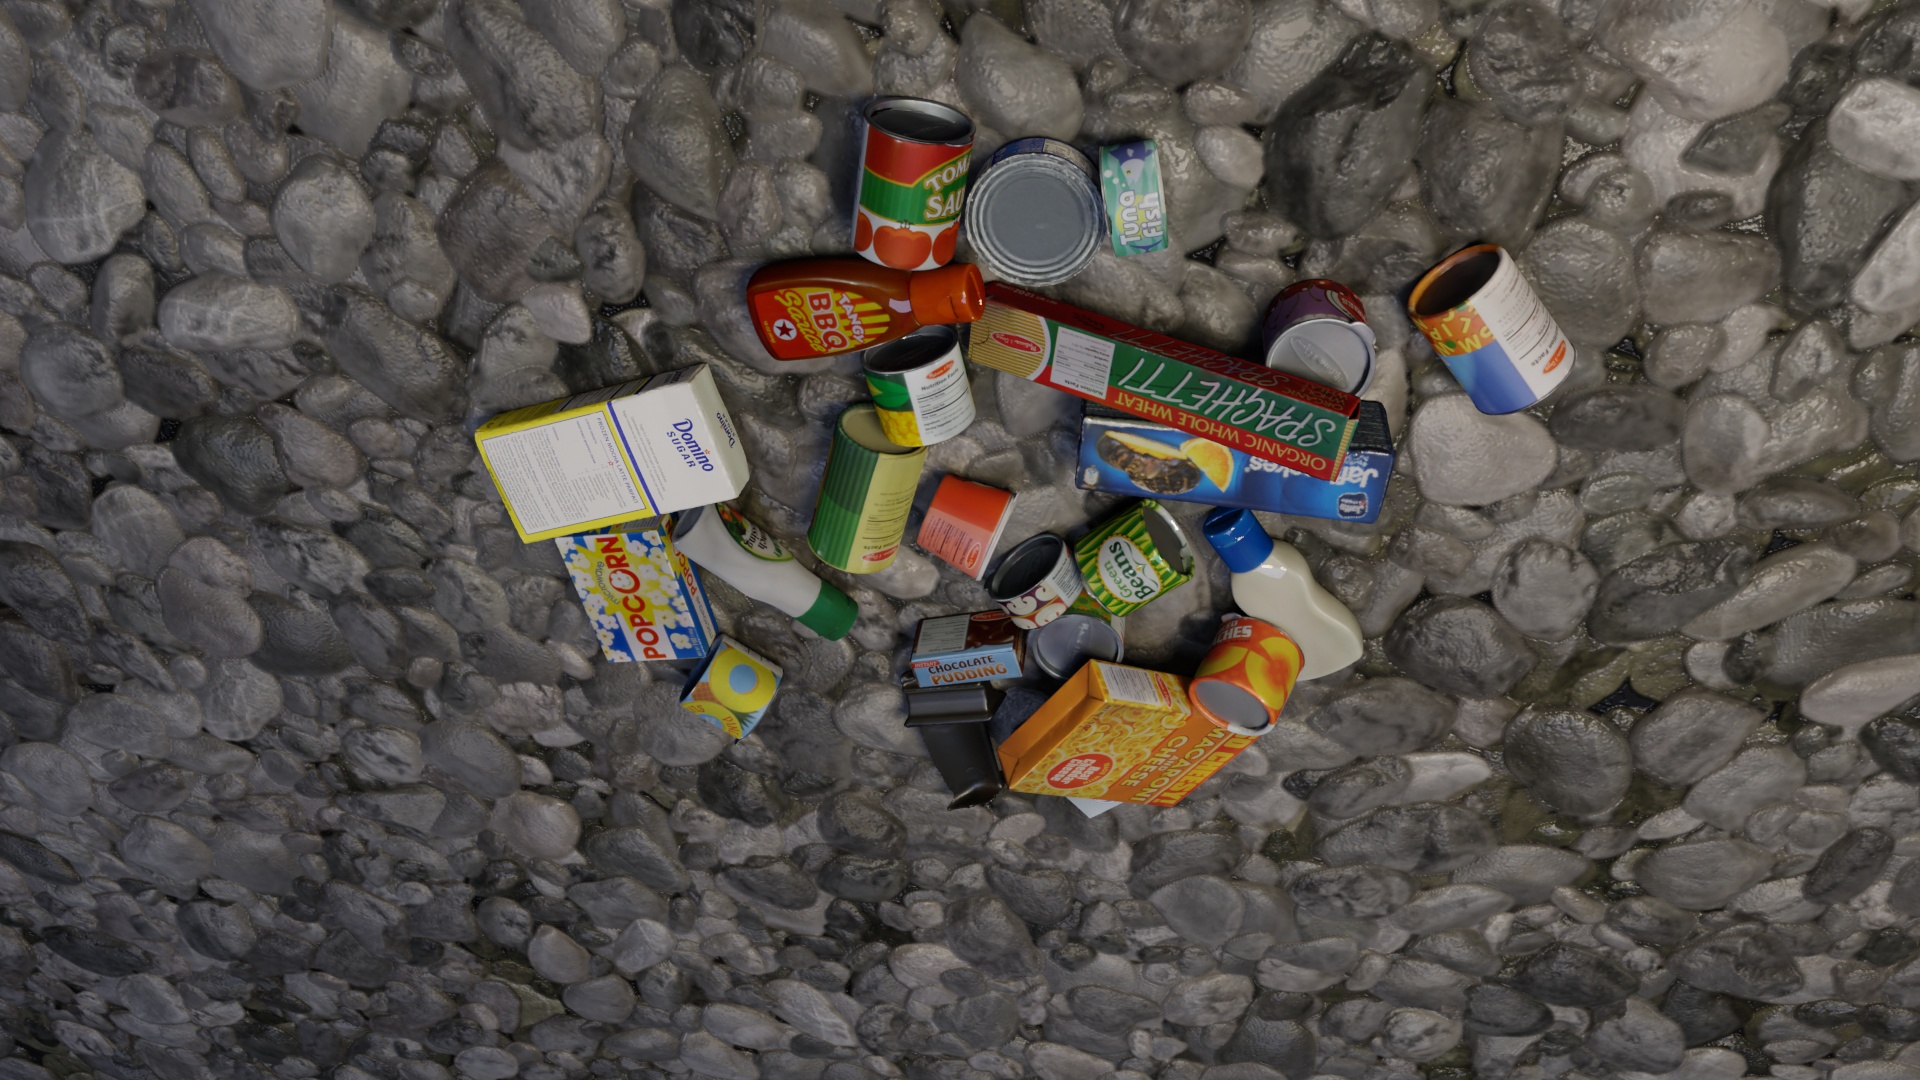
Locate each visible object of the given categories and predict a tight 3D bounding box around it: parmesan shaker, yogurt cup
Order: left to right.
[{"bbox_3d":[-0.063,-0.038,0.970,0.071,0.072,0.102,16,126,-3],"label":"parmesan shaker"},{"bbox_3d":[0.003,-0.012,0.977,0.054,0.073,0.072,24,126,2],"label":"yogurt cup"}]

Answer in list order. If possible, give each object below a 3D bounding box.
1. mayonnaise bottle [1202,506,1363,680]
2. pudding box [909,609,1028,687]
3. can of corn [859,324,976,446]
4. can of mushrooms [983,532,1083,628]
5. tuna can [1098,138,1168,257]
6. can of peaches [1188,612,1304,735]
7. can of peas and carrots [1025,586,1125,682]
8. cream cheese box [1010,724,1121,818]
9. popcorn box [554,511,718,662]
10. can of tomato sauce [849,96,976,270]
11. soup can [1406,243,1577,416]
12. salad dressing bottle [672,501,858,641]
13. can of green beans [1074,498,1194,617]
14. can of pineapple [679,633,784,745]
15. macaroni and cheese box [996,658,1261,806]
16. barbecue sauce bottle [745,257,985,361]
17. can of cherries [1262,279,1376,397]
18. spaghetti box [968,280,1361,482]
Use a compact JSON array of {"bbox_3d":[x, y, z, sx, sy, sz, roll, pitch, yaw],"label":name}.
[{"bbox_3d":[0.227,0.035,0.990,0.064,0.041,0.147,-26,117,30],"label":"mayonnaise bottle"},{"bbox_3d":[0.007,0.081,1.052,0.083,0.050,0.030,-8,125,15],"label":"pudding box"},{"bbox_3d":[-0.028,-0.104,0.916,0.071,0.071,0.058,-6,125,13],"label":"can of corn"},{"bbox_3d":[0.054,0.030,0.998,0.071,0.071,0.033,-29,118,26],"label":"can of mushrooms"},{"bbox_3d":[0.102,-0.201,0.819,0.033,0.071,0.070,-7,124,12],"label":"tuna can"},{"bbox_3d":[0.202,0.096,0.990,0.071,0.058,0.071,24,148,16],"label":"can of peaches"},{"bbox_3d":[0.086,0.061,1.020,0.071,0.059,0.070,5,126,7],"label":"can of peas and carrots"},{"bbox_3d":[0.093,0.179,1.125,0.053,0.024,0.103,-35,114,30],"label":"cream cheese box"},{"bbox_3d":[-0.246,0.034,1.065,0.085,0.038,0.126,-4,125,14],"label":"popcorn box"},{"bbox_3d":[-0.028,-0.213,0.833,0.071,0.071,0.082,12,127,1],"label":"can of tomato sauce"},{"bbox_3d":[0.319,-0.127,0.843,0.071,0.072,0.083,-33,114,28],"label":"soup can"},{"bbox_3d":[-0.142,0.023,1.030,0.147,0.064,0.044,37,104,-27],"label":"salad dressing bottle"},{"bbox_3d":[0.122,0.012,0.973,0.057,0.071,0.071,-33,115,28],"label":"can of green beans"},{"bbox_3d":[-0.181,0.117,1.096,0.058,0.071,0.070,33,124,-14],"label":"can of pineapple"},{"bbox_3d":[0.130,0.148,1.045,0.166,0.040,0.123,13,134,-34],"label":"macaroni and cheese box"},{"bbox_3d":[-0.059,-0.151,0.885,0.148,0.044,0.064,-2,130,21],"label":"barbecue sauce bottle"},{"bbox_3d":[0.224,-0.122,0.865,0.071,0.059,0.071,5,126,7],"label":"can of cherries"},{"bbox_3d":[0.123,-0.101,0.867,0.250,0.029,0.049,21,130,17],"label":"spaghetti box"}]
